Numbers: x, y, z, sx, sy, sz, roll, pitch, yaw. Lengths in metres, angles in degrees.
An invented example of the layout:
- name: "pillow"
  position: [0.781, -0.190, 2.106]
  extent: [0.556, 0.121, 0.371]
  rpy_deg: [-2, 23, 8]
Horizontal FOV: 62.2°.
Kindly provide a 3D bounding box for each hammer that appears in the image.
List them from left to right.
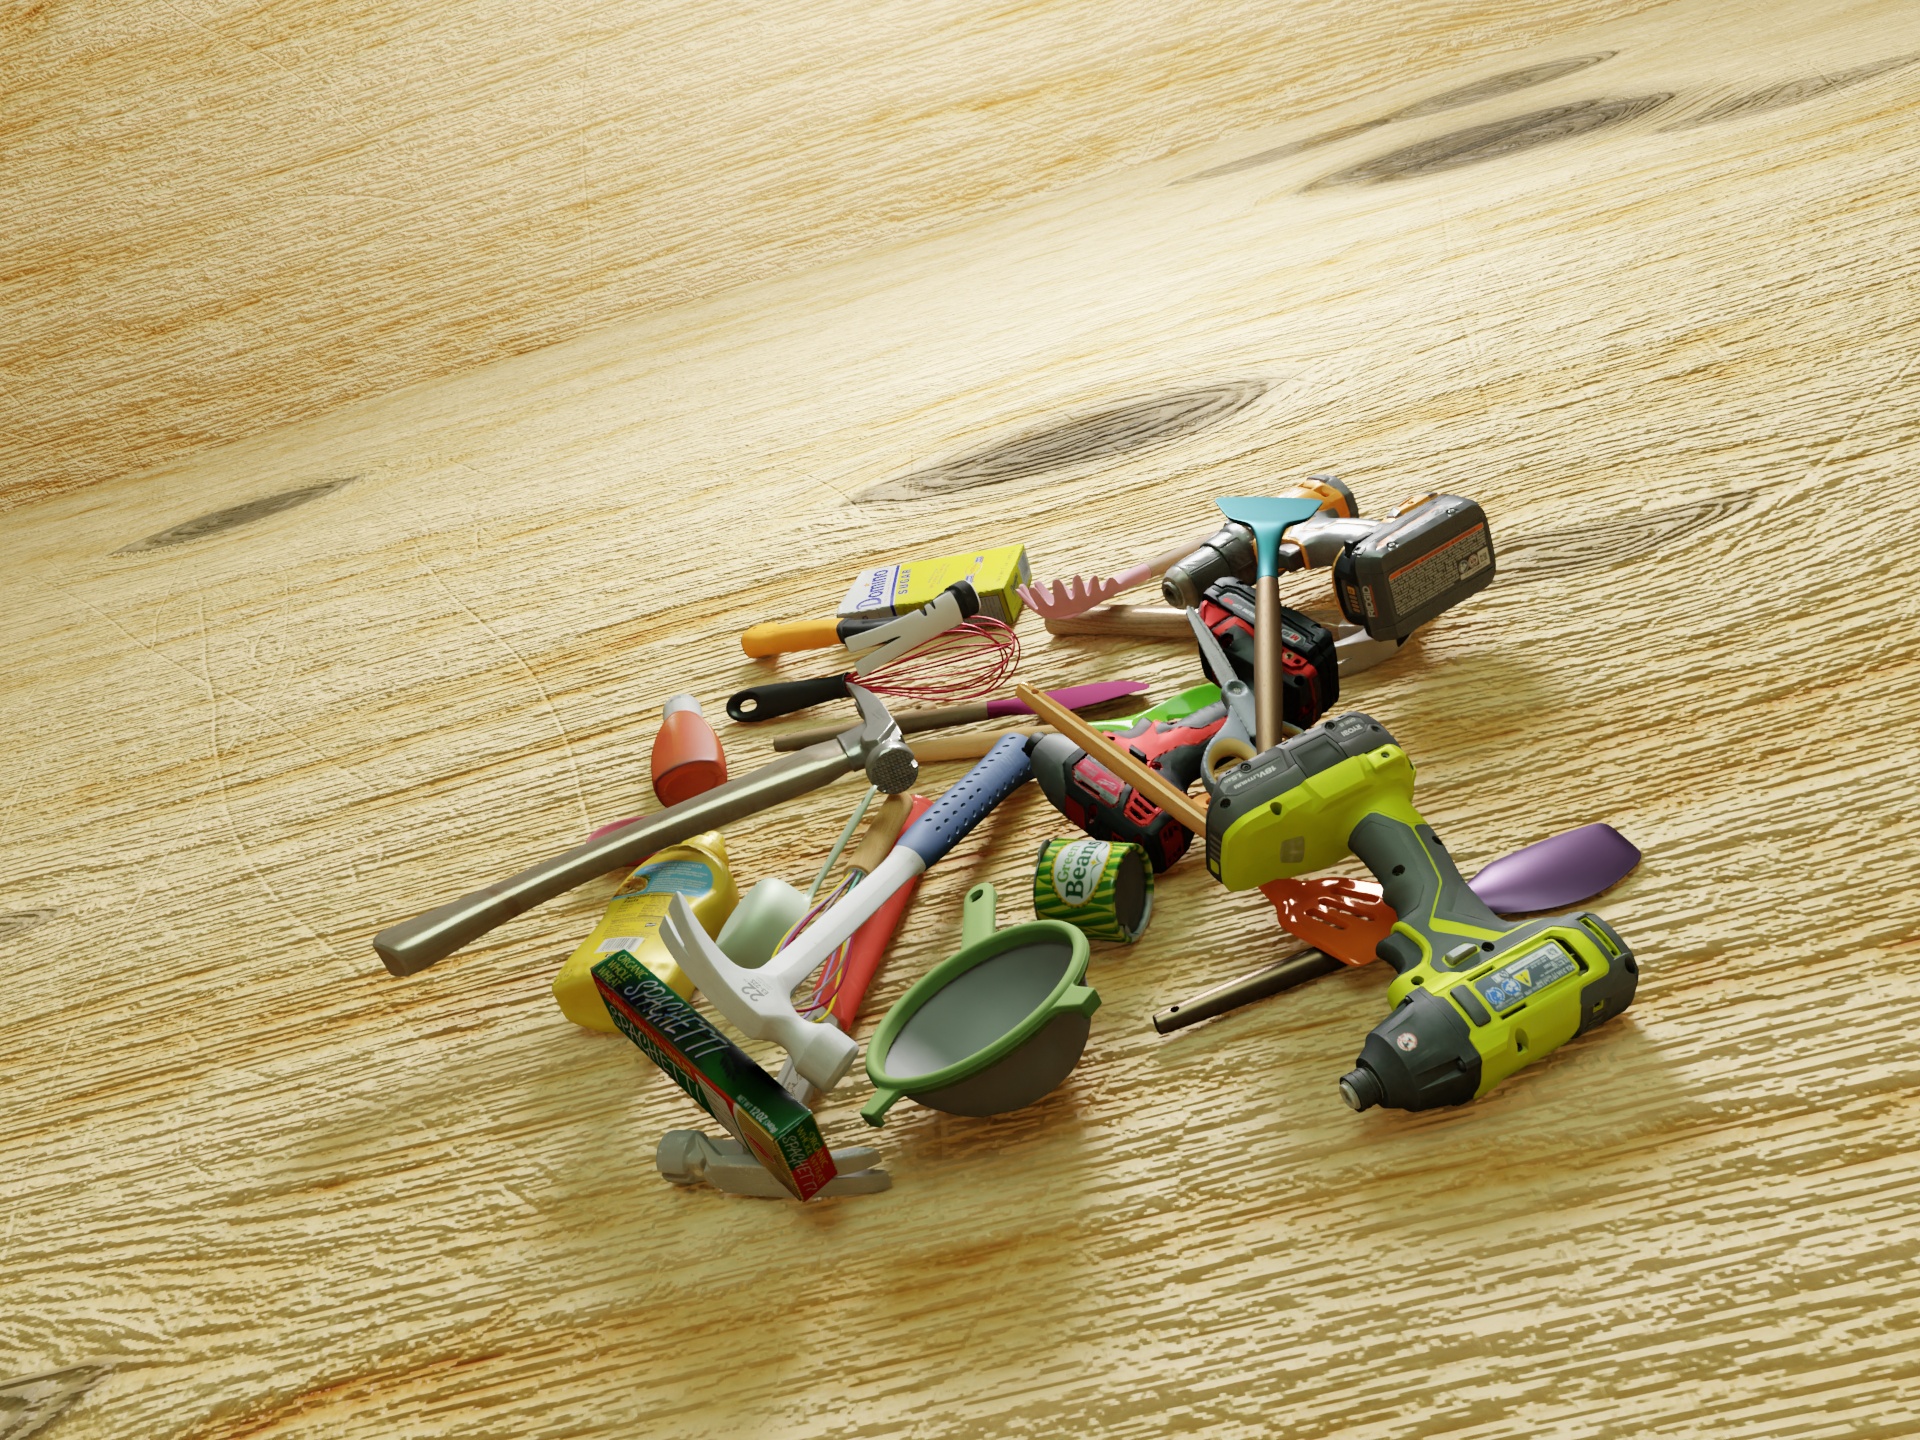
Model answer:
- name: "hammer"
  position: [-0.237, 0.084, 1.190]
  extent: [0.410, 0.038, 0.146]
  rpy_deg: [-23, 27, -7]
- name: "hammer"
  position: [-0.121, -0.075, 1.431]
  extent: [0.127, 0.034, 0.337]
  rpy_deg: [-30, 15, -29]
- name: "hammer"
  position: [-0.067, 0.169, 1.067]
  extent: [0.149, 0.036, 0.359]
  rpy_deg: [-6, 32, 22]
- name: "hammer"
  position: [-0.044, 0.094, 1.074]
  extent: [0.144, 0.035, 0.405]
  rpy_deg: [36, 32, 10]
- name: "hammer"
  position: [0.215, -0.081, 1.341]
  extent: [0.331, 0.031, 0.130]
  rpy_deg: [4, 36, 36]

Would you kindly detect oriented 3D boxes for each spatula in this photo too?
- name: "spatula"
  position: [0.153, 0.056, 1.037]
  extent: [0.081, 0.041, 0.323]
  rpy_deg: [-32, 54, -31]
- name: "spatula"
  position: [0.217, -0.070, 1.116]
  extent: [0.082, 0.044, 0.318]
  rpy_deg: [3, 48, 8]
- name: "spatula"
  position: [0.265, 0.129, 0.964]
  extent: [0.316, 0.018, 0.060]
  rpy_deg: [-20, 31, -5]

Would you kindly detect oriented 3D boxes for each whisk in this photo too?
- name: "whisk"
  position: [-0.076, 0.123, 1.081]
  extent: [0.047, 0.051, 0.245]
  rpy_deg: [23, 35, 4]
- name: "whisk"
  position: [-0.081, -0.036, 1.411]
  extent: [0.296, 0.073, 0.073]
  rpy_deg: [-11, 29, 23]

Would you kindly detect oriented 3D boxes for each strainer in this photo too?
- name: "strainer"
  position: [0.024, 0.174, 0.989]
  extent: [0.151, 0.069, 0.256]
  rpy_deg: [-30, 13, 9]

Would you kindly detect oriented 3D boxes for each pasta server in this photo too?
- name: "pasta server"
  position: [0.184, -0.150, 1.427]
  extent: [0.316, 0.040, 0.060]
  rpy_deg: [-24, 12, -29]

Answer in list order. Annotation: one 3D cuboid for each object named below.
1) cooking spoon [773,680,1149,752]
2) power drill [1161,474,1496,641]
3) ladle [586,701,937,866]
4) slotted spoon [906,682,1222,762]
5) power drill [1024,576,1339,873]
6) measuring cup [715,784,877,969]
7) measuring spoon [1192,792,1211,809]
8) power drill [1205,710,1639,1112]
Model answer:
- name: "cooking spoon"
  position: [-0.002, -0.004, 1.314]
  extent: [0.319, 0.017, 0.069]
  rpy_deg: [-9, 7, 10]
- name: "power drill"
  position: [0.284, -0.127, 1.268]
  extent: [0.185, 0.084, 0.226]
  rpy_deg: [-29, 25, -18]
- name: "ladle"
  position: [-0.160, 0.052, 1.334]
  extent: [0.315, 0.031, 0.069]
  rpy_deg: [-25, 32, -15]
- name: "slotted spoon"
  position: [0.069, 0.012, 1.271]
  extent: [0.314, 0.031, 0.070]
  rpy_deg: [-8, 30, 22]
- name: "power drill"
  position: [0.157, 0.001, 1.145]
  extent: [0.220, 0.078, 0.143]
  rpy_deg: [-40, 51, -19]
- name: "measuring cup"
  position: [-0.117, 0.108, 1.115]
  extent: [0.167, 0.038, 0.083]
  rpy_deg: [-57, 11, -7]
- name: "measuring spoon"
  position: [0.218, 0.059, 1.122]
  extent: [0.117, 0.011, 0.021]
  rpy_deg: [-2, 38, 34]
- name: "power drill"
  position: [0.241, 0.110, 0.904]
  extent: [0.171, 0.080, 0.223]
  rpy_deg: [-24, 49, -12]
